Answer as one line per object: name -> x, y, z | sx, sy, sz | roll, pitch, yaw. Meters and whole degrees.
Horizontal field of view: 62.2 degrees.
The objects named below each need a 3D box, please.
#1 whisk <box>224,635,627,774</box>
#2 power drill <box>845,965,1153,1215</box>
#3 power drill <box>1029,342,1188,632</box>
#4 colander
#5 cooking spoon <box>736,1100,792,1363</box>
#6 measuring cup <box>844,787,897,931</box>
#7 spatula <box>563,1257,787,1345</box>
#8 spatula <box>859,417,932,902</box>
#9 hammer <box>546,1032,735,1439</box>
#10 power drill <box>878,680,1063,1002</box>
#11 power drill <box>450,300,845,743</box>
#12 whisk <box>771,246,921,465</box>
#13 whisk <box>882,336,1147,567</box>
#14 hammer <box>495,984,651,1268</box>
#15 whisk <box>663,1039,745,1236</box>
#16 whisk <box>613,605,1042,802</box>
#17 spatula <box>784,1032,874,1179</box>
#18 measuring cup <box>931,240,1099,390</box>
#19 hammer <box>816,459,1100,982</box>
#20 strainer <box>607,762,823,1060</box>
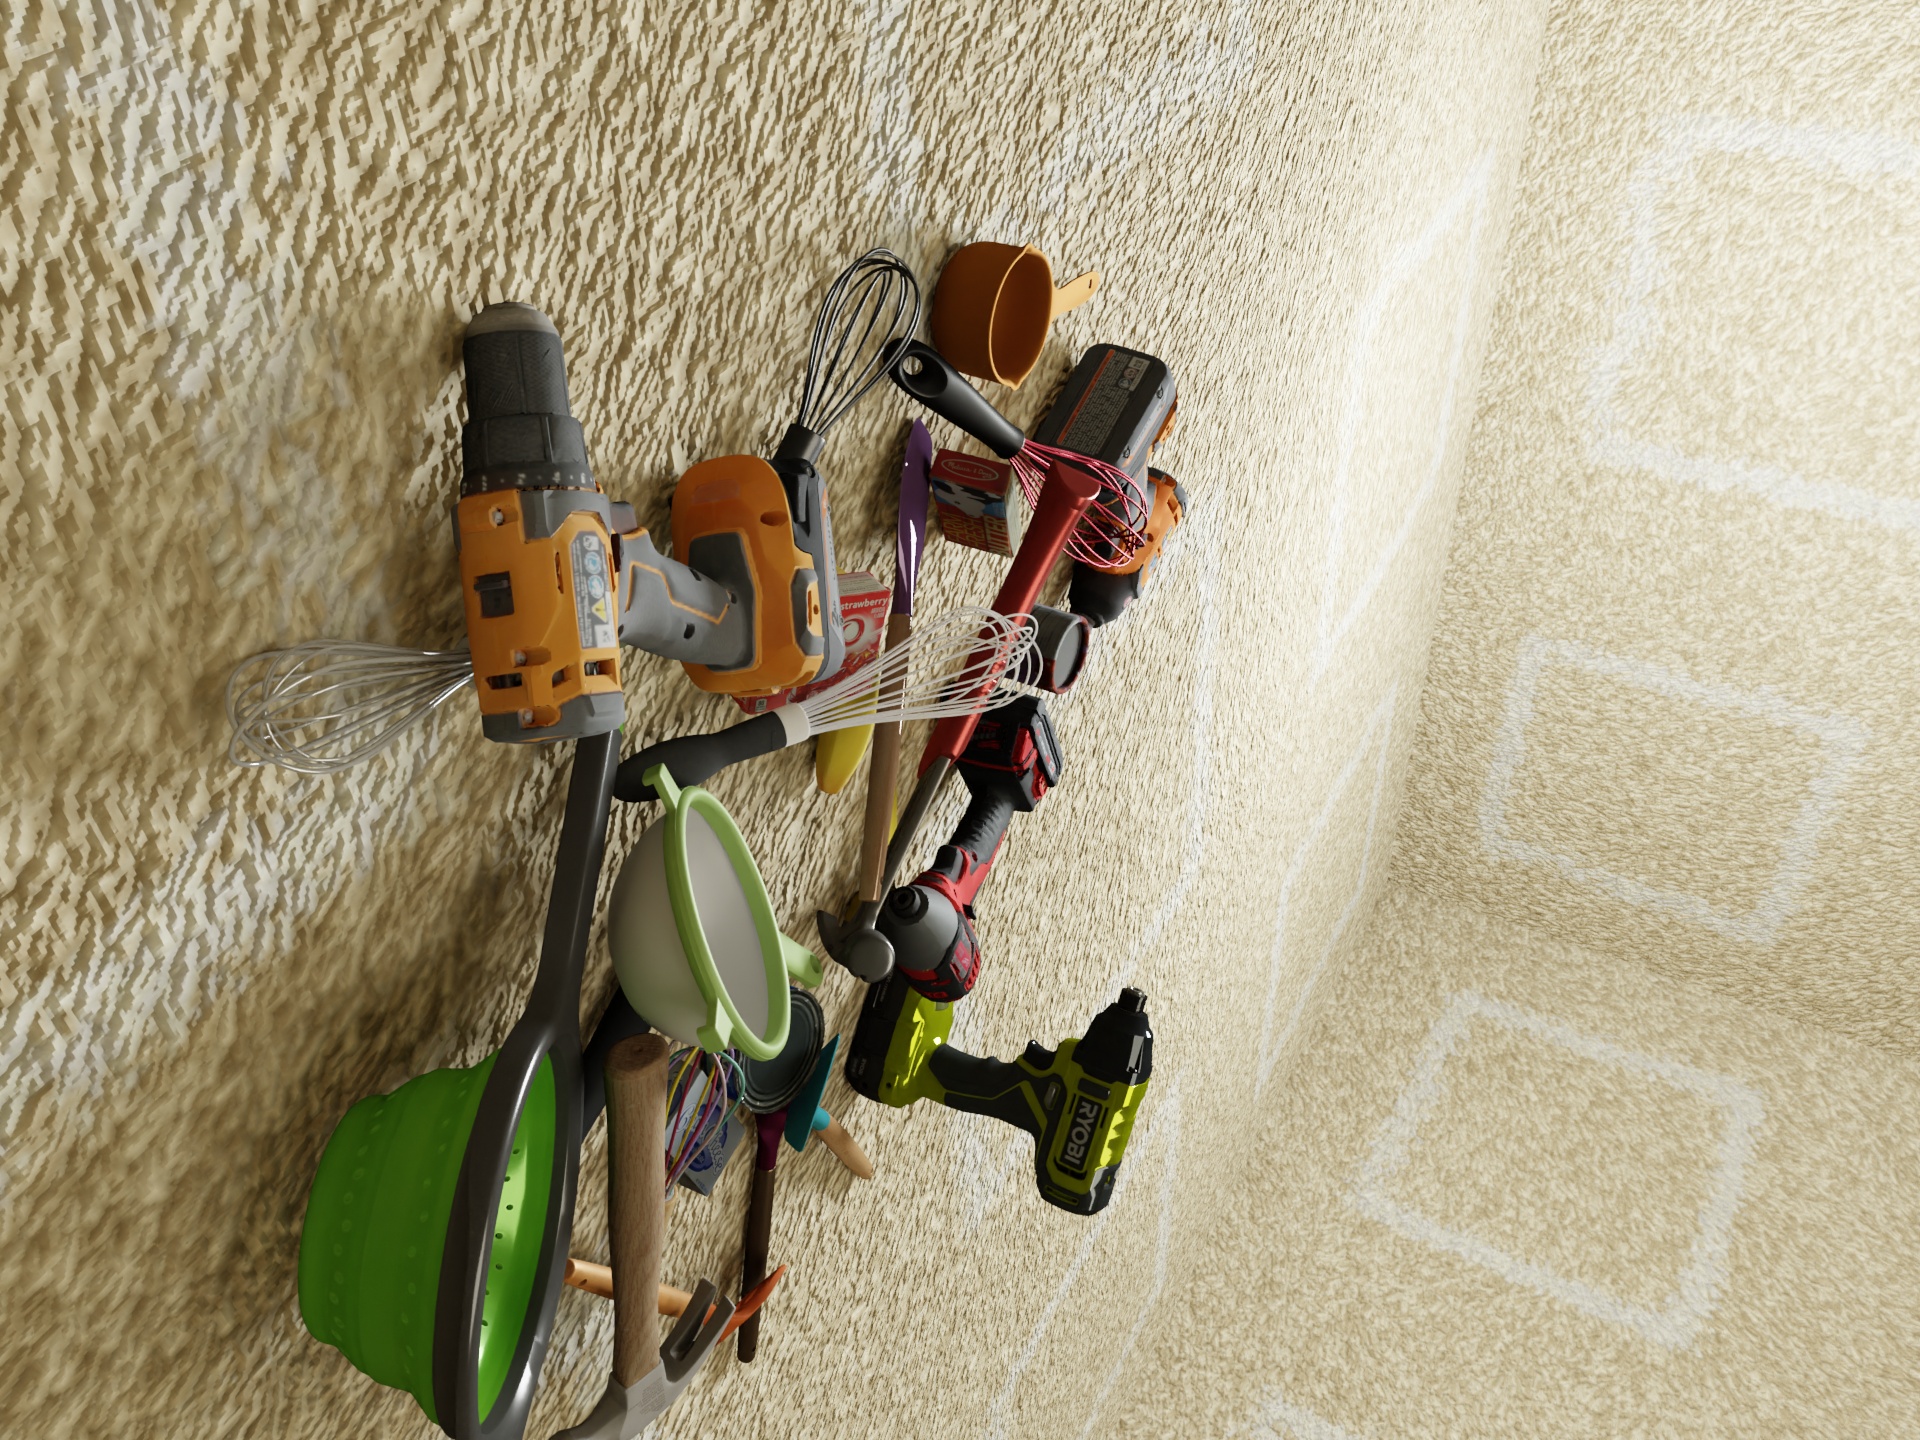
whisk -> -0.222, -0.023, 0.706 | 0.059, 0.058, 0.246 | -47, 171, 27
power drill -> 0.036, 0.259, 1.236 | 0.080, 0.223, 0.171 | 7, 101, -66
power drill -> 0.120, -0.175, 1.287 | 0.164, 0.084, 0.226 | -61, 158, -19
colander -> -0.234, 0.156, 0.760 | 0.204, 0.094, 0.397 | 103, -6, -74
cooking spoon -> -0.145, 0.346, 1.166 | 0.069, 0.017, 0.318 | -33, 135, -58
measuring cup -> -0.064, 0.102, 1.165 | 0.062, 0.029, 0.156 | -23, 116, -67
spatula -> -0.187, 0.372, 1.033 | 0.081, 0.041, 0.322 | -40, 150, -6
spatula -> -0.041, -0.042, 1.013 | 0.059, 0.018, 0.316 | 43, 51, -71
hammer -> -0.180, 0.298, 0.894 | 0.130, 0.031, 0.331 | -30, 140, -41
power drill -> 0.001, 0.088, 1.186 | 0.143, 0.078, 0.220 | 65, 41, -58
power drill -> -0.147, -0.090, 0.747 | 0.226, 0.084, 0.185 | -11, 95, -63
whisk -> -0.086, -0.159, 0.898 | 0.239, 0.055, 0.055 | -64, 156, -6
whisk -> 0.045, -0.178, 1.078 | 0.295, 0.073, 0.073 | 29, 80, -47
hammer -> -0.217, 0.216, 0.897 | 0.335, 0.035, 0.146 | -63, 156, -19
whisk -> -0.175, 0.271, 0.965 | 0.047, 0.051, 0.244 | -90, -163, -53
whisk -> -0.071, -0.008, 0.919 | 0.284, 0.070, 0.070 | -21, 130, -28
spatula -> -0.091, 0.313, 1.200 | 0.317, 0.044, 0.082 | 73, 31, -62
measuring cup -> 0.038, -0.282, 1.064 | 0.174, 0.052, 0.095 | -41, 142, -52
hammer -> -0.002, -0.003, 1.060 | 0.359, 0.036, 0.149 | -65, -167, 0
strainer -> -0.139, 0.130, 0.897 | 0.256, 0.069, 0.152 | 60, 13, -70
